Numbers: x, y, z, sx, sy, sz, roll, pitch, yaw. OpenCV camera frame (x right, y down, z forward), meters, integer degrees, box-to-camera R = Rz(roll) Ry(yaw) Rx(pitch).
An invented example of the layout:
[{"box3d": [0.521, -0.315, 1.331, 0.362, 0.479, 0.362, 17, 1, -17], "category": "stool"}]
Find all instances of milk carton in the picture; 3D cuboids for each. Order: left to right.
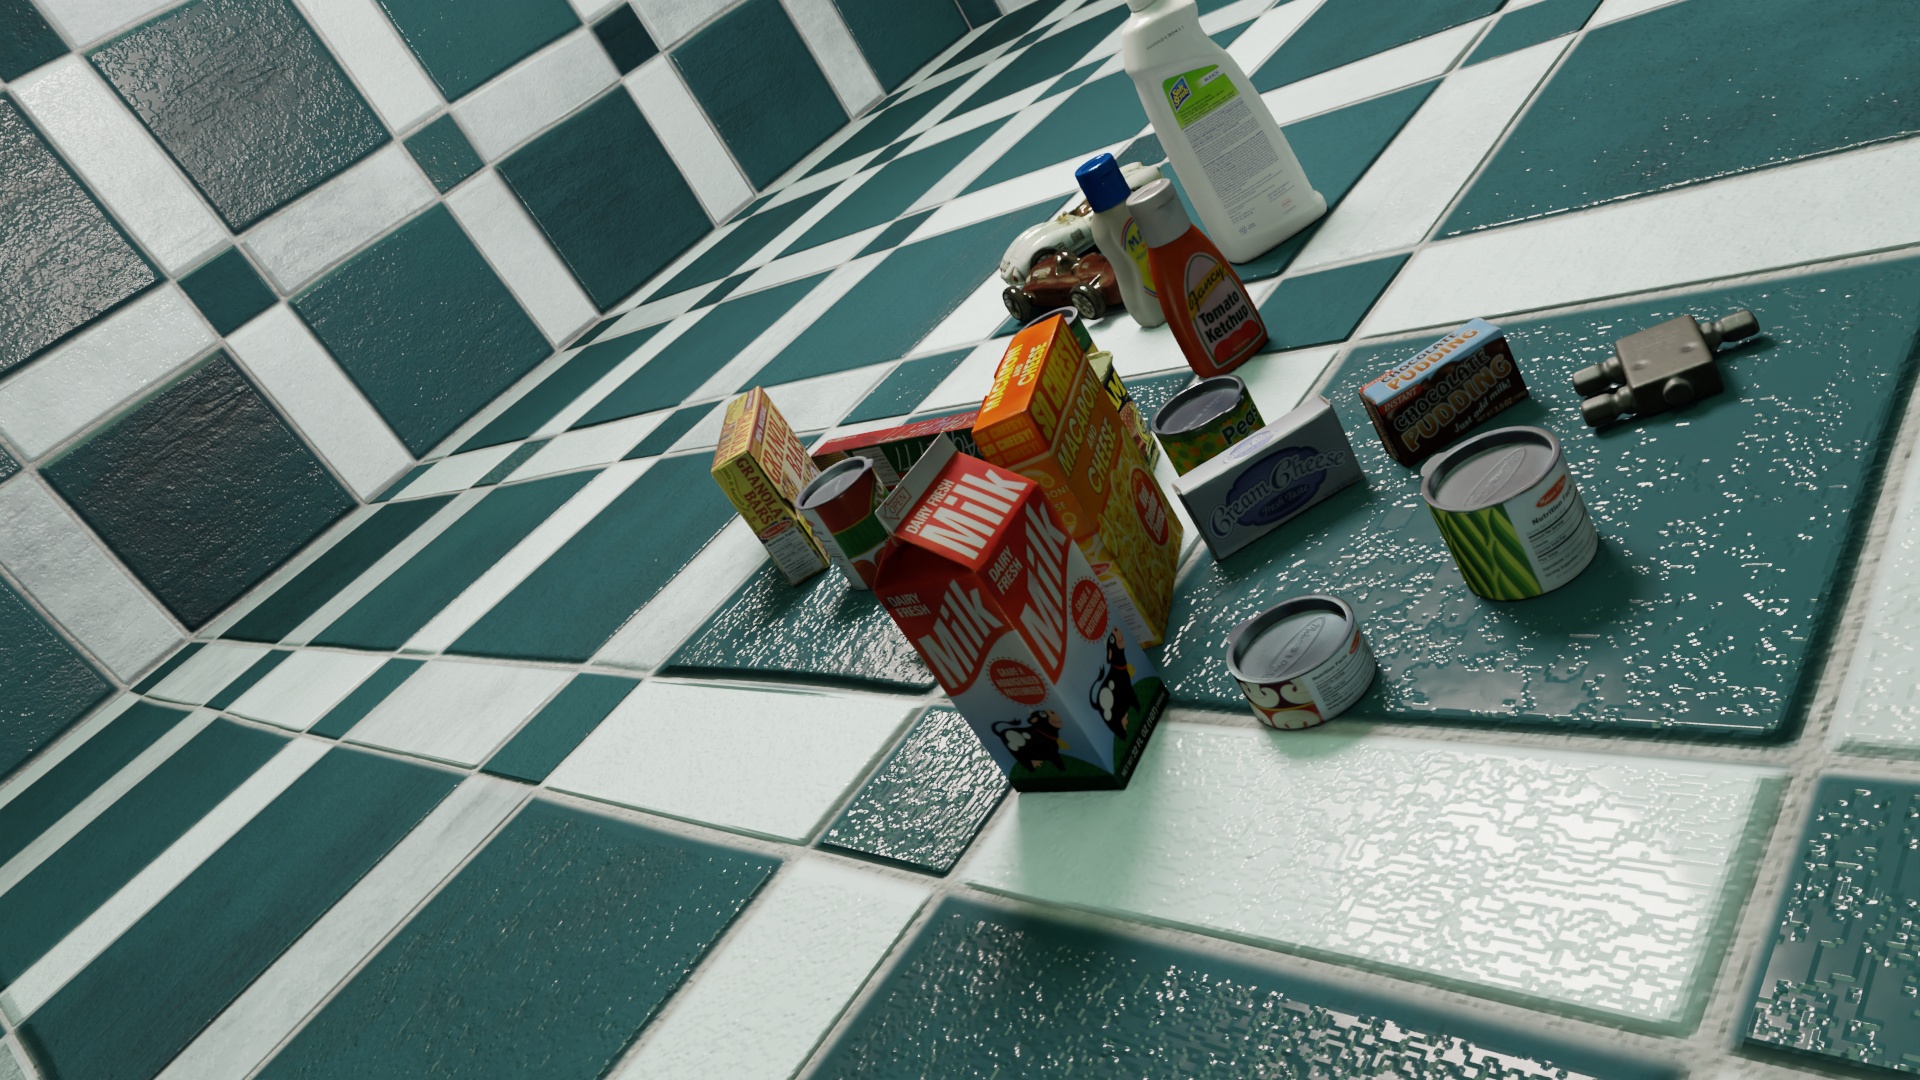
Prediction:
[{"box3d": [0.024, 0.038, 0.710, 0.073, 0.190, 0.073, -12, 31, 41], "category": "milk carton"}]

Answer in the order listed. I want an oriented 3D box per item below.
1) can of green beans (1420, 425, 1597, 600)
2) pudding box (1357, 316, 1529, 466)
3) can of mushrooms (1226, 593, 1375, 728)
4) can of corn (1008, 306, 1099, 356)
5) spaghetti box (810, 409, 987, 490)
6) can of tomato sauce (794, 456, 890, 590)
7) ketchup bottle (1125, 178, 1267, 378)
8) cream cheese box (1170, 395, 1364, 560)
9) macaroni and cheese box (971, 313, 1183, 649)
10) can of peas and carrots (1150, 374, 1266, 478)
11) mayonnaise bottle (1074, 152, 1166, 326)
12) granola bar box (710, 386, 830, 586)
[{"box3d": [0.266, -0.013, 0.673, 0.071, 0.057, 0.071, -27, 24, 13], "category": "can of green beans"}, {"box3d": [0.281, -0.087, 0.810, 0.083, 0.049, 0.030, -31, 23, 4], "category": "pudding box"}, {"box3d": [0.167, 0.059, 0.687, 0.071, 0.033, 0.071, -27, 24, 13], "category": "can of mushrooms"}, {"box3d": [0.082, -0.156, 1.186, 0.071, 0.058, 0.071, -27, 24, 13], "category": "can of corn"}, {"box3d": [-0.033, -0.074, 1.180, 0.249, 0.050, 0.029, -6, 35, 47], "category": "spaghetti box"}, {"box3d": [-0.077, -0.014, 1.077, 0.071, 0.083, 0.071, -27, 24, 13], "category": "can of tomato sauce"}, {"box3d": [0.172, -0.197, 1.038, 0.065, 0.148, 0.043, -38, 23, -11], "category": "ketchup bottle"}, {"box3d": [0.184, -0.037, 0.829, 0.104, 0.053, 0.024, -31, 23, 5], "category": "cream cheese box"}, {"box3d": [0.073, -0.032, 0.818, 0.040, 0.166, 0.124, -21, 26, 27], "category": "macaroni and cheese box"}, {"box3d": [0.167, -0.066, 0.900, 0.071, 0.058, 0.071, -27, 24, 13], "category": "can of peas and carrots"}, {"box3d": [0.147, -0.259, 1.192, 0.065, 0.147, 0.041, -39, 24, -14], "category": "mayonnaise bottle"}, {"box3d": [-0.159, -0.051, 1.201, 0.039, 0.124, 0.166, -29, 23, 9], "category": "granola bar box"}]
